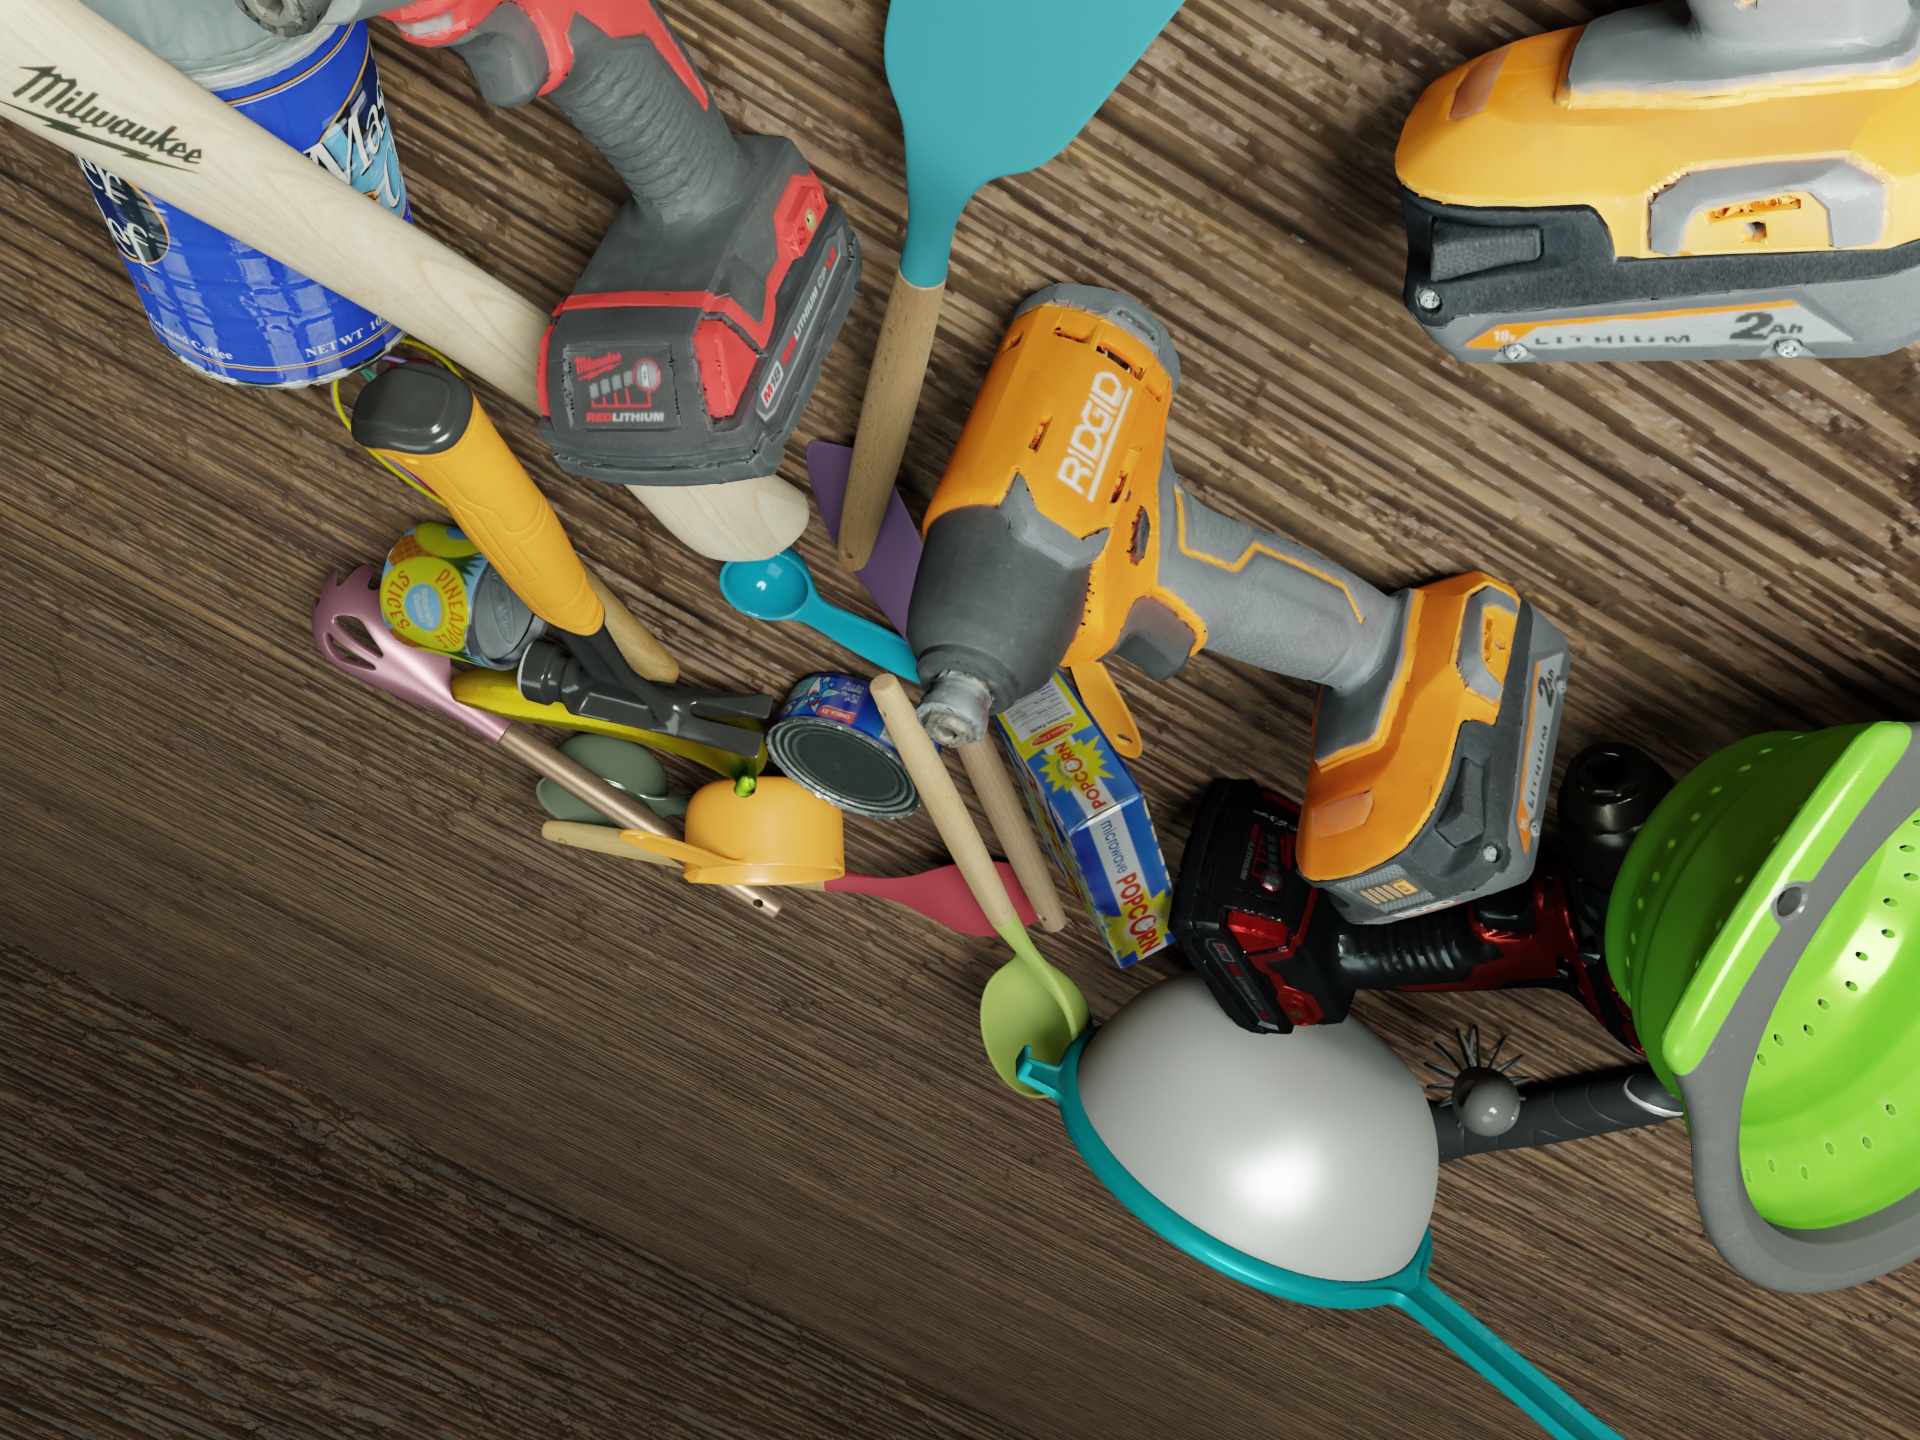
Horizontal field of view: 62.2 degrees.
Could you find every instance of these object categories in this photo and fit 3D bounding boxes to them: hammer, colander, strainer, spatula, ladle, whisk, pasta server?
[{"bbox_3d":[-0.177,-0.149,0.514,0.146,0.038,0.410,-26,150,24],"label":"hammer"},{"bbox_3d":[0.363,0.182,0.783,0.149,0.036,0.409,30,151,-11],"label":"hammer"},{"bbox_3d":[0.340,0.098,0.548,0.396,0.204,0.095,25,-171,-32],"label":"colander"},{"bbox_3d":[0.203,0.221,0.779,0.211,0.095,0.341,1,-152,-48],"label":"strainer"},{"bbox_3d":[-0.001,-0.002,0.740,0.060,0.018,0.315,18,146,39],"label":"spatula"},{"bbox_3d":[-0.102,0.087,0.932,0.315,0.031,0.069,8,142,14],"label":"ladle"},{"bbox_3d":[-0.203,-0.090,0.758,0.051,0.047,0.244,17,156,37],"label":"whisk"},{"bbox_3d":[0.247,0.173,0.752,0.055,0.055,0.238,14,175,18],"label":"whisk"},{"bbox_3d":[0.005,0.094,0.825,0.078,0.062,0.319,32,157,41],"label":"ladle"},{"bbox_3d":[-0.161,-0.053,0.657,0.127,0.034,0.336,13,165,5],"label":"hammer"},{"bbox_3d":[-0.010,-0.139,0.530,0.082,0.044,0.317,32,153,3],"label":"spatula"},{"bbox_3d":[-0.233,0.019,0.904,0.316,0.040,0.060,34,111,-9],"label":"pasta server"}]

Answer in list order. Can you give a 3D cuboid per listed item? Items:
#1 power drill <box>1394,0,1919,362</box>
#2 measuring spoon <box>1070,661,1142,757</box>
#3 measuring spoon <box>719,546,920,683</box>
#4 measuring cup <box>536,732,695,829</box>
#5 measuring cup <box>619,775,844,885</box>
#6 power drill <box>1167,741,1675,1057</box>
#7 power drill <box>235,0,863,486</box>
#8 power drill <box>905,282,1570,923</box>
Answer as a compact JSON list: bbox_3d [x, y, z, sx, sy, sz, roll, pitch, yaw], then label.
[{"bbox_3d":[0.120,-0.185,0.324,0.185,0.084,0.226,7,142,30],"label":"power drill"},{"bbox_3d":[0.063,-0.017,0.708,0.021,0.011,0.116,10,151,29],"label":"measuring spoon"},{"bbox_3d":[-0.052,-0.049,0.737,0.128,0.021,0.042,27,133,-23],"label":"measuring spoon"},{"bbox_3d":[-0.172,0.036,0.946,0.167,0.038,0.083,-3,143,20],"label":"measuring cup"},{"bbox_3d":[-0.124,0.051,0.834,0.095,0.052,0.173,-7,164,23],"label":"measuring cup"},{"bbox_3d":[0.208,0.075,0.683,0.227,0.080,0.187,-1,143,32],"label":"power drill"},{"bbox_3d":[-0.111,-0.173,0.449,0.078,0.143,0.219,5,147,23],"label":"power drill"},{"bbox_3d":[0.088,-0.021,0.526,0.226,0.164,0.084,32,149,-16],"label":"power drill"}]
